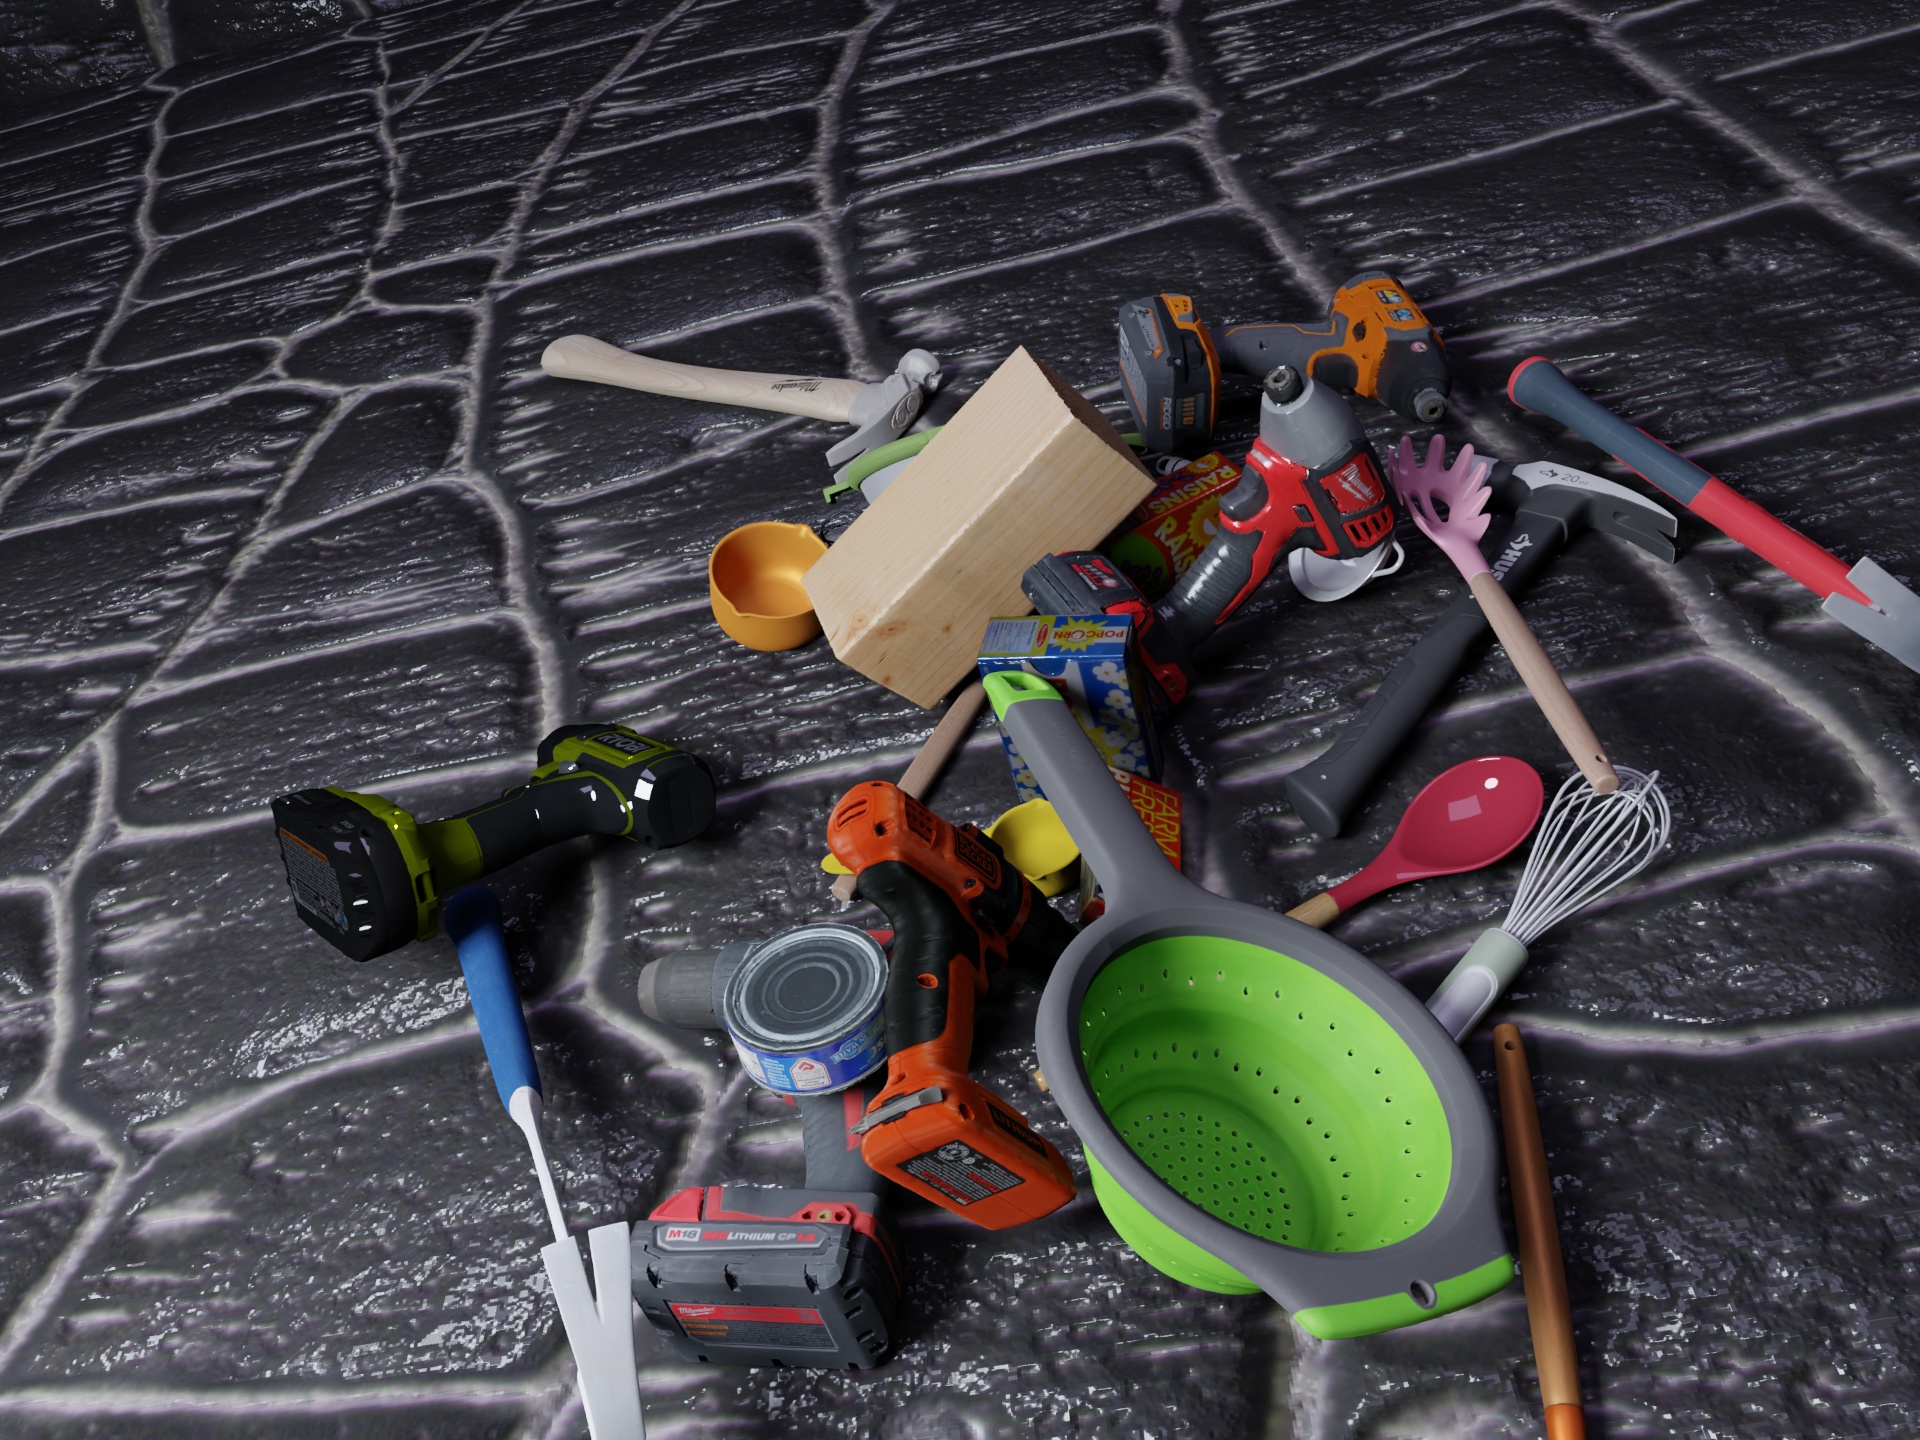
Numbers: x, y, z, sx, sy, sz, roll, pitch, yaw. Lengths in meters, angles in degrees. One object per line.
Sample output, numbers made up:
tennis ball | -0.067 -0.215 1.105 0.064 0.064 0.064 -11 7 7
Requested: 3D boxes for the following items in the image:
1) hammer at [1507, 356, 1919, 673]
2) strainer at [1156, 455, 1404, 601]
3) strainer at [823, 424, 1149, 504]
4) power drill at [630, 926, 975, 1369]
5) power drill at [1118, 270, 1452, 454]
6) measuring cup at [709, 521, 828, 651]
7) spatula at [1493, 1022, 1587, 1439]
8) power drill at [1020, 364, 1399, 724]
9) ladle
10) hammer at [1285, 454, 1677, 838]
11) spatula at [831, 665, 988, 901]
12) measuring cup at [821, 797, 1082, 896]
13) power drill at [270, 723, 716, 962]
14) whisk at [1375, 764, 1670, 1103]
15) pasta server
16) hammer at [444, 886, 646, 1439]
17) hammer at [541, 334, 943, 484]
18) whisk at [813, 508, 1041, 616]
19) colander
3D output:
hammer | 0.443 -0.143 0.964 0.038 0.143 0.387 -56 33 20
strainer | 0.217 -0.142 1.084 0.259 0.050 0.087 37 101 48
strainer | 0.043 -0.165 1.124 0.256 0.069 0.151 -11 -3 -36
power drill | -0.097 0.197 0.798 0.188 0.080 0.227 -3 41 15
power drill | 0.240 -0.258 1.163 0.226 0.084 0.164 -7 41 -3
measuring cup | -0.095 -0.073 1.114 0.173 0.052 0.095 26 56 8
spatula | 0.244 0.254 0.649 0.081 0.041 0.323 -5 42 14
power drill | 0.154 -0.108 0.957 0.219 0.143 0.079 -39 45 4
ladle | 0.175 0.110 0.837 0.315 0.031 0.069 -29 36 -11
hammer | 0.302 -0.048 0.959 0.146 0.035 0.335 22 55 36
spatula | -0.002 -0.003 1.023 0.060 0.018 0.316 6 45 31
measuring cup | -0.003 0.082 0.922 0.156 0.029 0.062 -7 43 11
power drill | -0.284 0.058 0.962 0.223 0.080 0.171 -20 23 -37
whisk | 0.278 0.107 0.794 0.058 0.059 0.246 42 68 14
pasta server | 0.311 -0.071 0.916 0.060 0.040 0.317 -3 39 -3
hammer | -0.216 0.196 0.800 0.035 0.144 0.406 -11 29 -21
hammer | -0.220 -0.288 1.389 0.411 0.038 0.146 15 52 31
whisk | -0.024 -0.098 1.105 0.239 0.055 0.055 27 57 39
colander | 0.091 0.129 0.755 0.204 0.094 0.398 -3 41 -27
